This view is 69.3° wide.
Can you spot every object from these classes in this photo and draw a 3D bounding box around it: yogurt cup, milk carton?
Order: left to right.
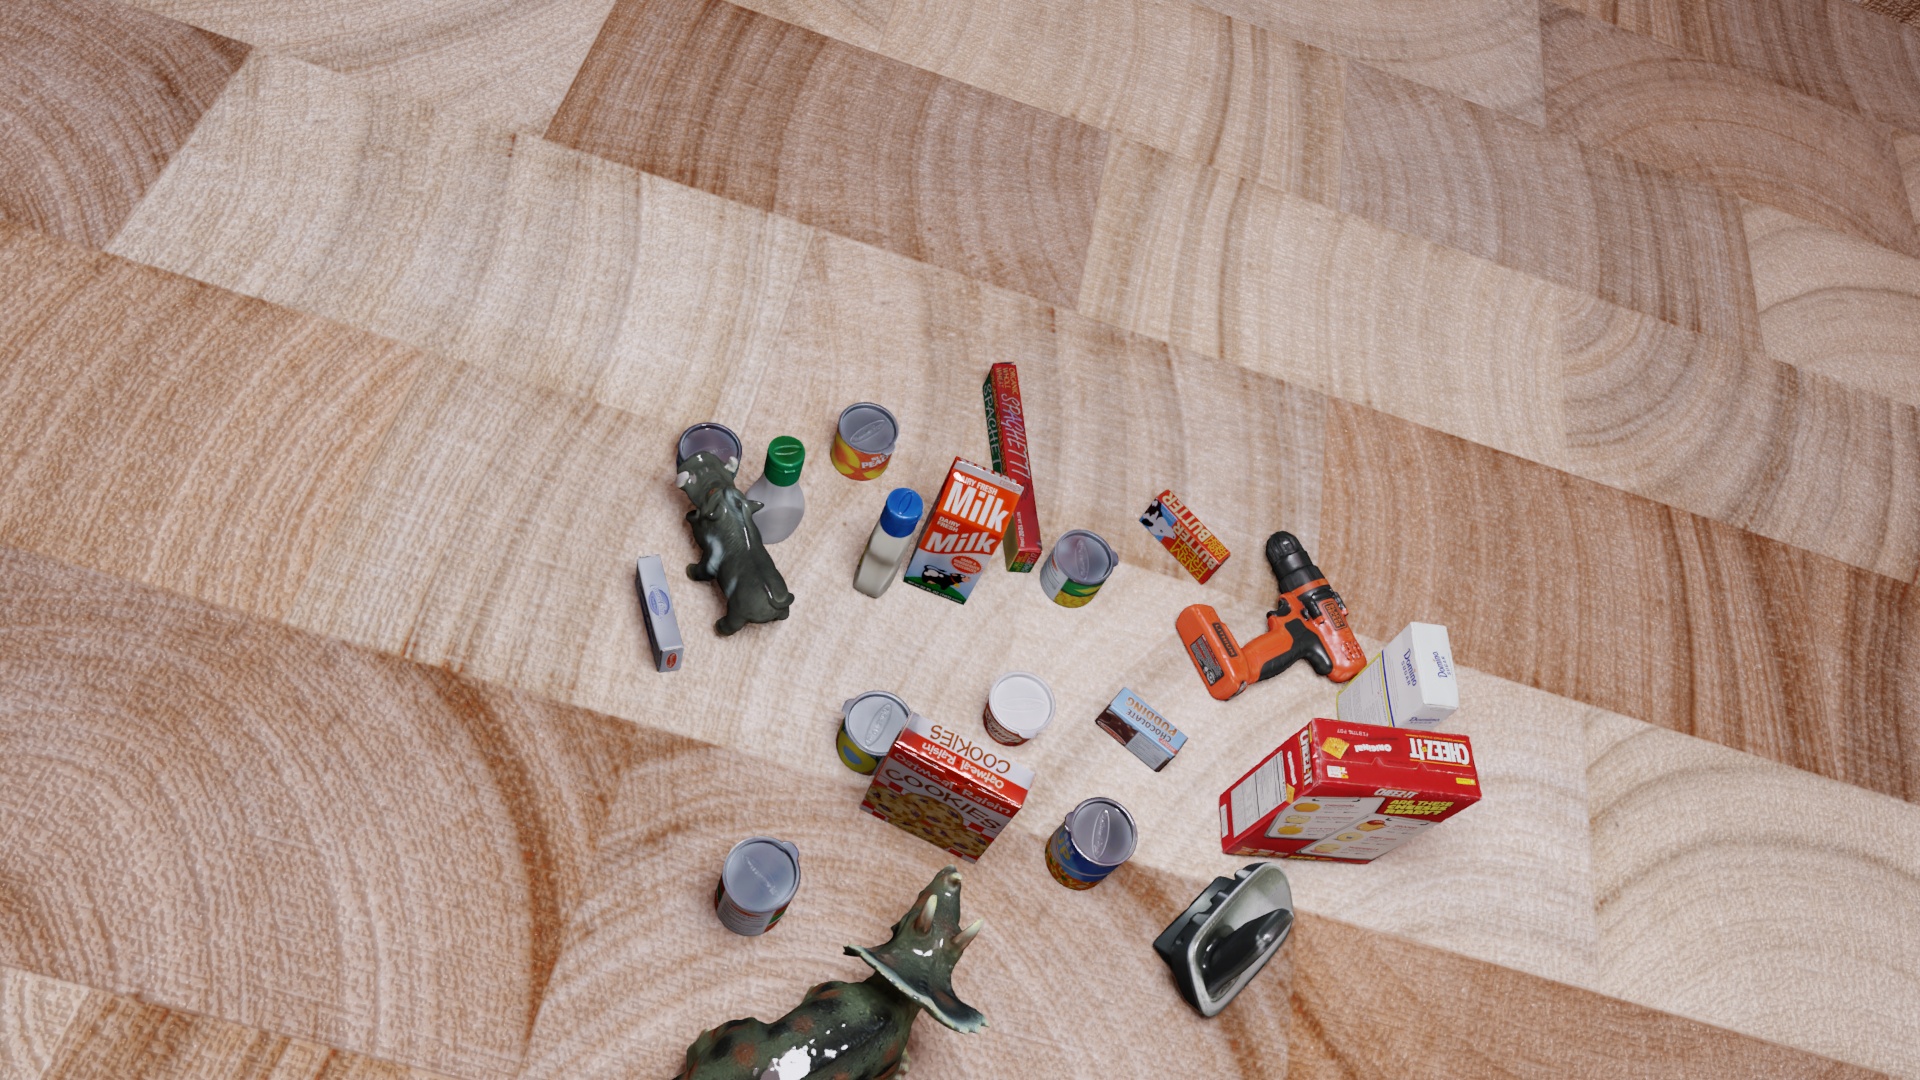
[{"bbox_3d":[0.005,-0.017,1.395,0.072,0.189,0.074,21,57,-4],"label":"milk carton"},{"bbox_3d":[0.055,0.170,1.380,0.072,0.053,0.073,7,59,-12],"label":"yogurt cup"}]

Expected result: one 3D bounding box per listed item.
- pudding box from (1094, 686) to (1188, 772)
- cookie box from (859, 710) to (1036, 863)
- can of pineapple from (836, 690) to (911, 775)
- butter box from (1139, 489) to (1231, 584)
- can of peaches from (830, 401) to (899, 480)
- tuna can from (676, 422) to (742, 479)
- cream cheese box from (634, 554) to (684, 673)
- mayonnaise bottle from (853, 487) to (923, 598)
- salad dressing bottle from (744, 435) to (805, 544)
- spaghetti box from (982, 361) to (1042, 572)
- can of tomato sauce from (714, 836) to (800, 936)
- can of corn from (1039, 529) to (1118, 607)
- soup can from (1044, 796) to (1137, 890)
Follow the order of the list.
[{"bbox_3d":[0.183,0.192,1.407,0.084,0.049,0.030,38,57,8],"label":"pudding box"},{"bbox_3d":[-0.015,0.227,1.257,0.123,0.166,0.040,26,57,0],"label":"cookie box"},{"bbox_3d":[-0.084,0.183,1.329,0.071,0.057,0.071,7,59,-12],"label":"can of pineapple"},{"bbox_3d":[0.249,-0.004,1.541,0.024,0.053,0.103,-35,74,-30],"label":"butter box"},{"bbox_3d":[-0.102,-0.104,1.494,0.071,0.057,0.071,7,59,-12],"label":"can of peaches"},{"bbox_3d":[-0.262,-0.086,1.451,0.071,0.032,0.071,7,58,-12],"label":"tuna can"},{"bbox_3d":[-0.291,0.071,1.337,0.024,0.053,0.104,-10,64,-21],"label":"cream cheese box"},{"bbox_3d":[-0.071,-0.001,1.388,0.041,0.147,0.065,25,57,-1],"label":"mayonnaise bottle"},{"bbox_3d":[-0.182,-0.050,1.385,0.064,0.147,0.044,-7,63,-20],"label":"salad dressing bottle"},{"bbox_3d":[0.056,-0.084,1.534,0.029,0.050,0.251,2,60,-15],"label":"spaghetti box"},{"bbox_3d":[-0.178,0.302,1.215,0.071,0.082,0.071,7,59,-12],"label":"can of tomato sauce"},{"bbox_3d":[0.126,0.031,1.481,0.071,0.058,0.071,7,59,-12],"label":"can of corn"},{"bbox_3d":[0.120,0.286,1.312,0.071,0.083,0.071,7,59,-12],"label":"soup can"}]
